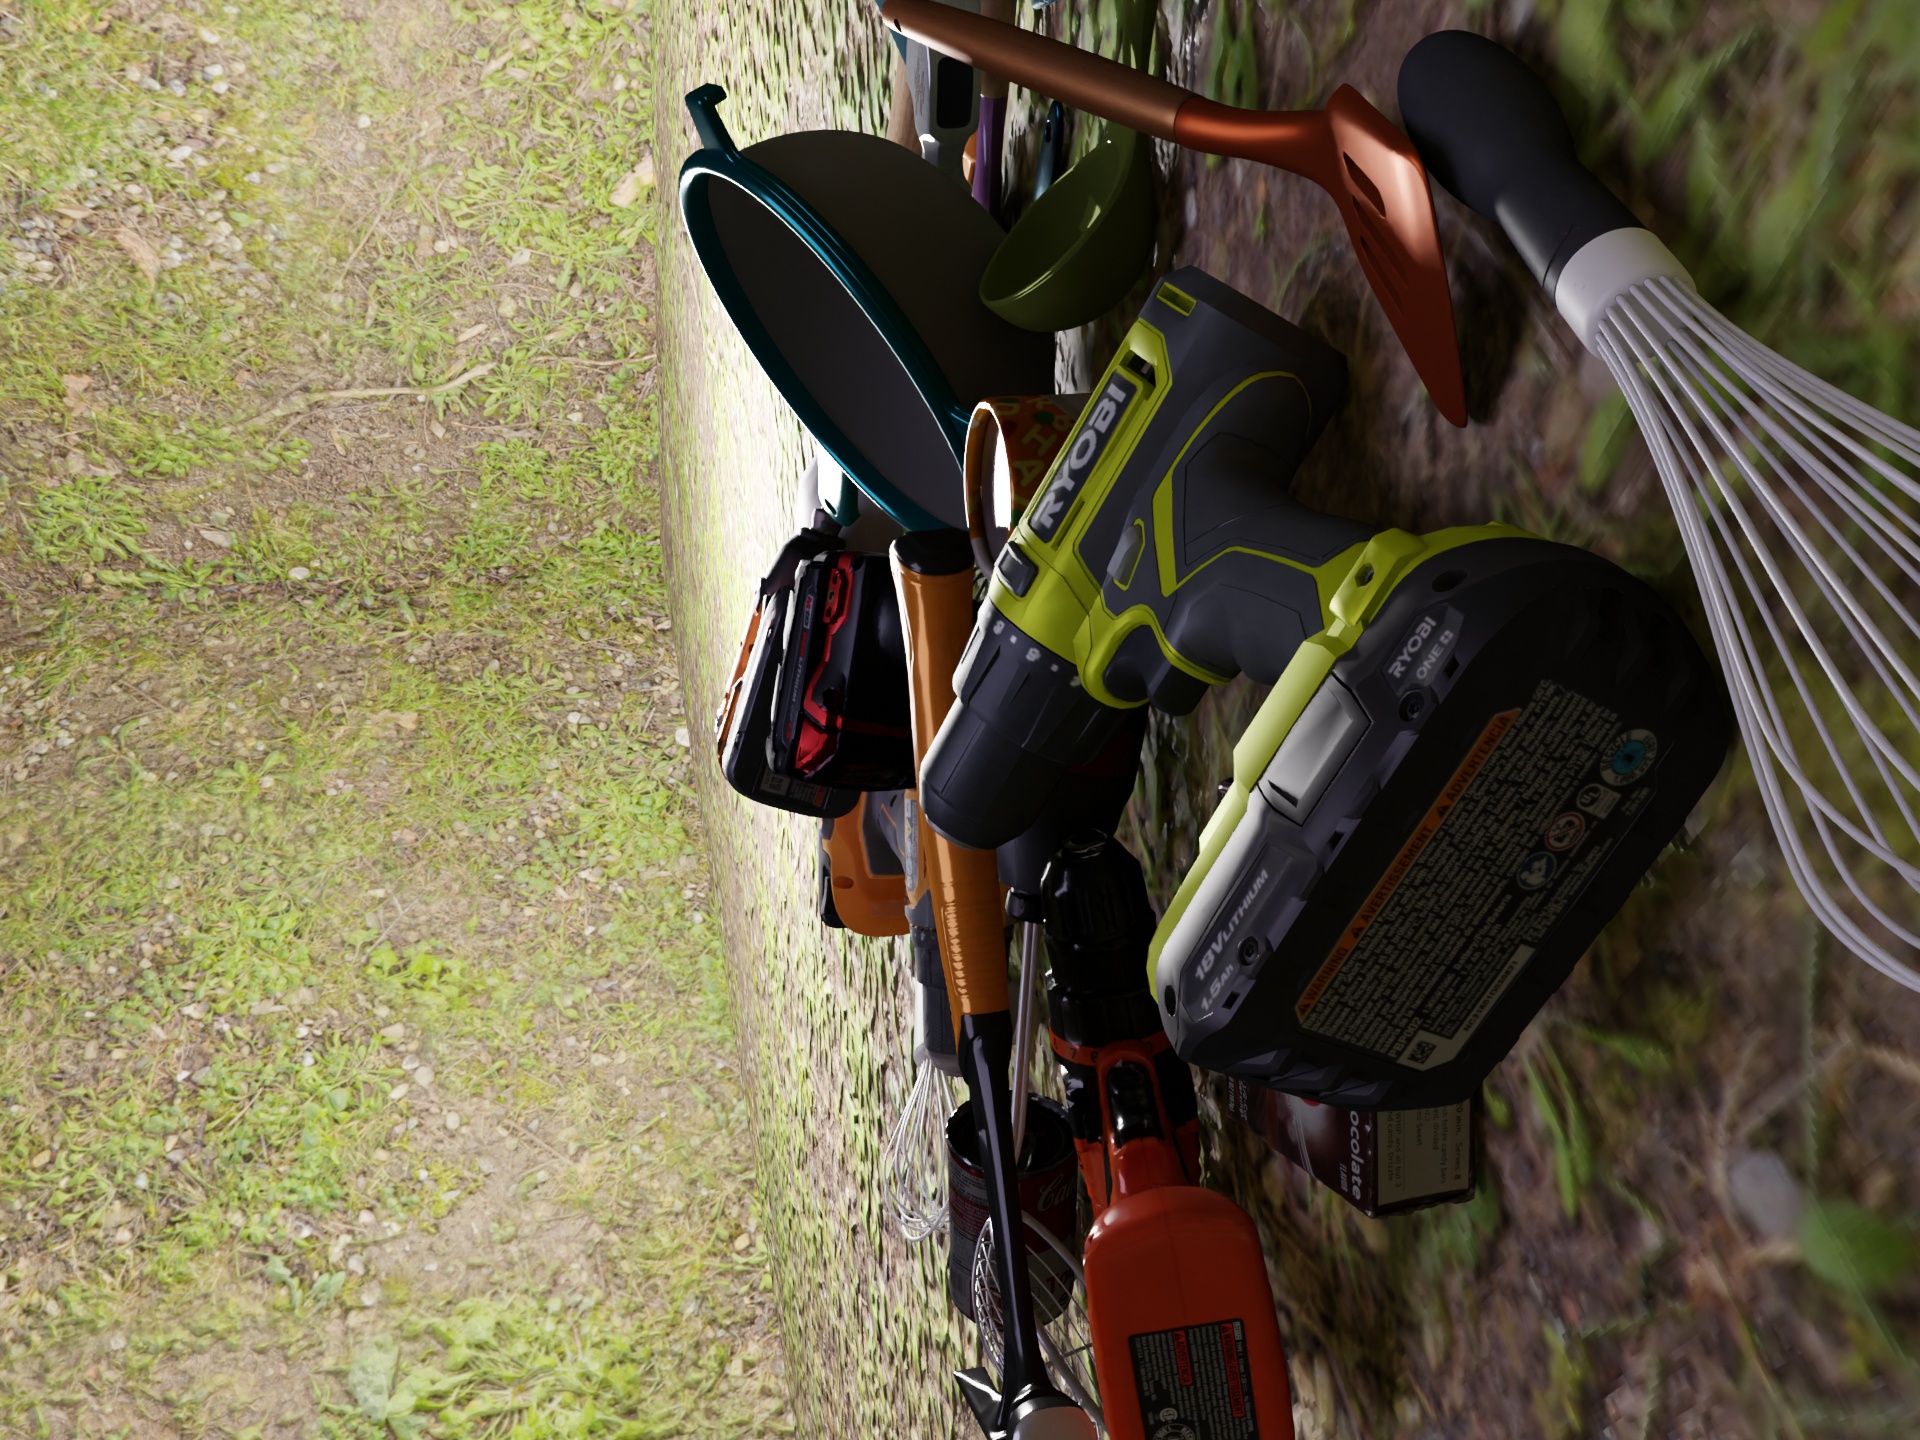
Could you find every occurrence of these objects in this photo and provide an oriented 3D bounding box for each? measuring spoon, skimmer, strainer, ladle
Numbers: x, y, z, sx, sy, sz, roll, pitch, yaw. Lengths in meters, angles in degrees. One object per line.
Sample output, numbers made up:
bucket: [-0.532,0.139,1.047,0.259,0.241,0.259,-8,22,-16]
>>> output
measuring spoon: [0.028,0.148,0.896,0.124,0.018,0.034,-124,42,-75]
skimmer: [0.059,0.138,0.711,0.127,0.090,0.363,35,-122,-74]
strainer: [-0.087,-0.121,1.128,0.256,0.069,0.152,122,140,-66]
measuring spoon: [0.027,-0.226,0.726,0.128,0.021,0.042,102,158,-55]
strainer: [-0.030,-0.172,0.771,0.211,0.095,0.340,49,171,4]
ladle: [0.054,-0.285,0.532,0.078,0.062,0.320,-97,12,-56]
measuring spoon: [-0.006,-0.278,0.860,0.116,0.011,0.021,116,146,-65]

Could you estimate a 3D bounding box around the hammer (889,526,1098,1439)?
hammer: [0.006,0.096,0.588,0.127,0.034,0.337,137,127,-79]

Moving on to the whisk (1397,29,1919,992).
whisk: [0.137,-0.061,0.293,0.070,0.070,0.285,99,164,-46]

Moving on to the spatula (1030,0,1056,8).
spatula: [0.015,-0.281,0.556,0.318,0.044,0.082,-62,-22,-59]

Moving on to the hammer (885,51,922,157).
hammer: [-0.012,-0.384,0.805,0.331,0.031,0.130,109,152,-60]

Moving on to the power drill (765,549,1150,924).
power drill: [-0.001,-0.002,0.700,0.220,0.078,0.143,17,99,57]

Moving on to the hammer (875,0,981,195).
hammer: [-0.047,-0.391,0.802,0.128,0.033,0.331,96,159,-48]

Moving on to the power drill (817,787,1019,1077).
power drill: [-0.024,0.097,0.927,0.226,0.084,0.185,179,90,-72]

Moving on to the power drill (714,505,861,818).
power drill: [-0.092,-0.042,0.942,0.227,0.084,0.164,-134,61,-74]

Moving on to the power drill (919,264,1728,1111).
power drill: [0.066,-0.005,0.425,0.190,0.080,0.229,-60,28,17]

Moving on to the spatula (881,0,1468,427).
spatula: [0.050,-0.186,0.491,0.323,0.041,0.080,44,167,45]

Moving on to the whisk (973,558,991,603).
whisk: [0.017,-0.080,0.785,0.239,0.055,0.055,157,107,-71]

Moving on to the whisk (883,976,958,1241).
whisk: [-0.015,0.205,0.943,0.059,0.057,0.247,-52,19,27]

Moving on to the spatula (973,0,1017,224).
spatula: [0.016,-0.308,0.717,0.315,0.018,0.060,93,177,-45]
